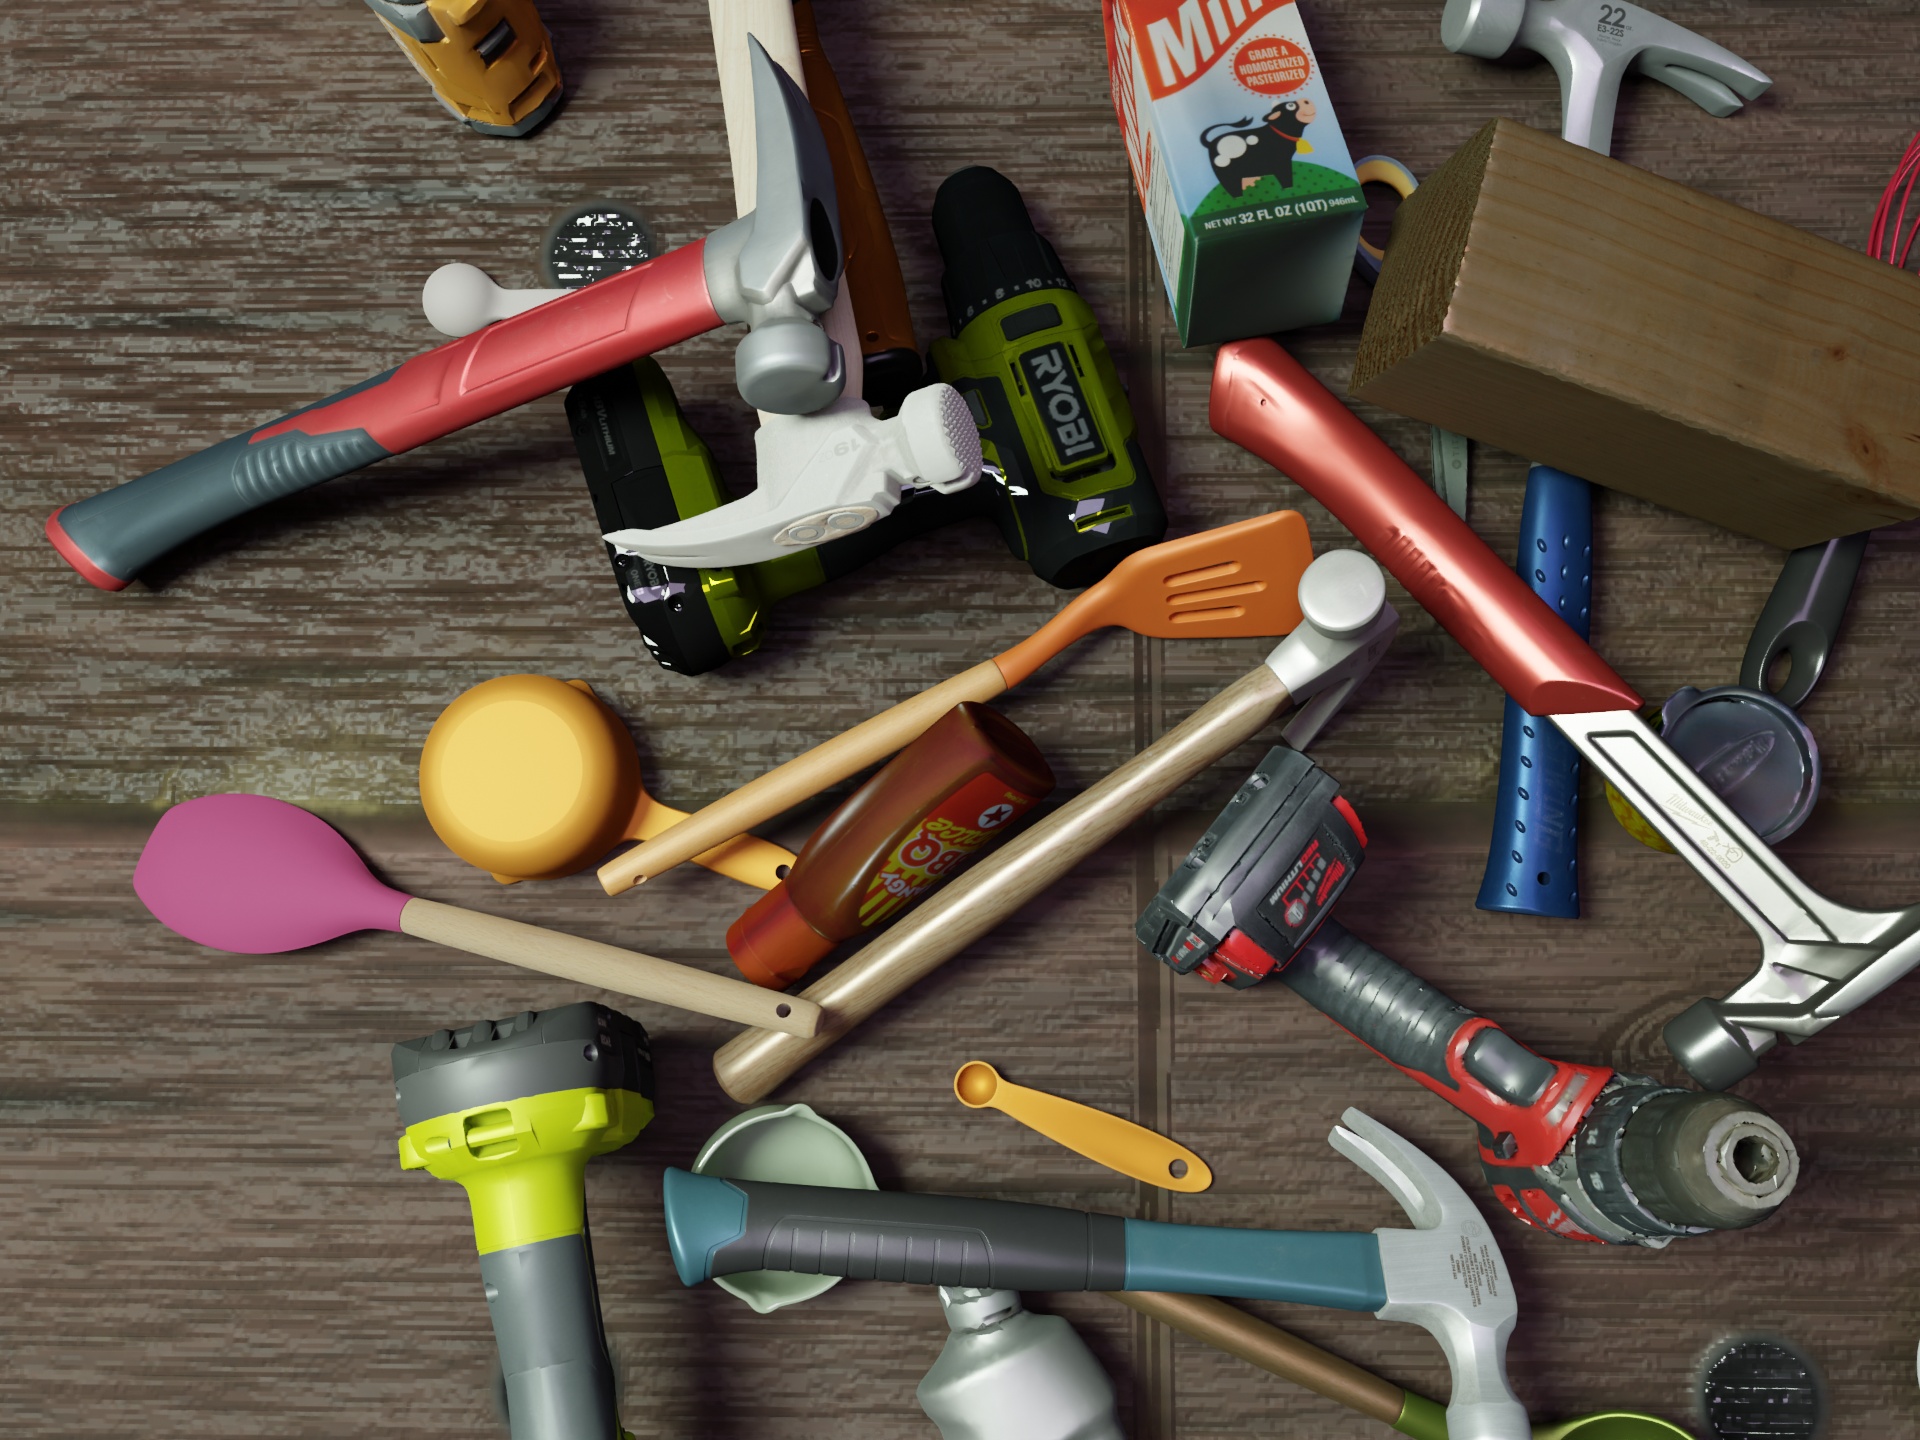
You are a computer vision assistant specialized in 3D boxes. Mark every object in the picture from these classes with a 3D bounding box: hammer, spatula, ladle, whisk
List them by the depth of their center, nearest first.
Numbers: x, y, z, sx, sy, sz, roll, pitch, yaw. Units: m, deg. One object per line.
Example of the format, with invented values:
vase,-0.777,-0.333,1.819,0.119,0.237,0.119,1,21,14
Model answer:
hammer,0.049,0.207,0.615,0.331,0.033,0.128,5,51,-3
ladle,0.151,0.261,0.627,0.320,0.062,0.078,24,74,3
hammer,0.232,-0.038,0.637,0.149,0.036,0.359,-46,68,19
hammer,-0.221,-0.140,0.638,0.386,0.038,0.143,-14,70,23
hammer,-0.089,-0.261,0.643,0.146,0.038,0.411,-15,72,21
hammer,0.037,0.053,0.649,0.331,0.130,0.031,-37,71,7
spatula,-0.001,-0.002,0.664,0.322,0.080,0.041,-28,54,-6
whisk,0.402,-0.137,0.687,0.073,0.073,0.296,23,89,4
hammer,0.267,-0.118,0.689,0.144,0.035,0.405,7,84,-9
hammer,-0.063,-0.283,0.689,0.127,0.034,0.337,-15,68,-1

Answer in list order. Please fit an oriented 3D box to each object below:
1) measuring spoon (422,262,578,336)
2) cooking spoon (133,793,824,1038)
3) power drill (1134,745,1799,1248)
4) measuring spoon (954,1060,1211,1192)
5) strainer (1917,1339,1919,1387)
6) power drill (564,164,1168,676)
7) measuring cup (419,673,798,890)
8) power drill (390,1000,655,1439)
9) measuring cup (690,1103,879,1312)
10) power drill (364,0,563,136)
measuring spoon,-0.185,-0.191,0.725,0.124,0.018,0.034,4,82,1
cooking spoon,-0.207,0.086,0.662,0.319,0.017,0.069,12,69,13
power drill,0.182,0.111,0.592,0.227,0.187,0.080,38,78,10
measuring spoon,0.052,0.173,0.674,0.117,0.011,0.021,23,84,1
strainer,0.388,0.314,0.631,0.087,0.050,0.258,32,90,11
power drill,-0.044,-0.128,0.685,0.228,0.080,0.191,-19,77,-3
measuring cup,-0.145,0.038,0.674,0.173,0.052,0.095,20,83,4
power drill,-0.147,0.229,0.600,0.080,0.171,0.223,-12,74,-2
measuring cup,-0.032,0.205,0.663,0.167,0.038,0.083,12,84,-14
power drill,-0.279,-0.368,0.671,0.226,0.185,0.084,44,87,9
